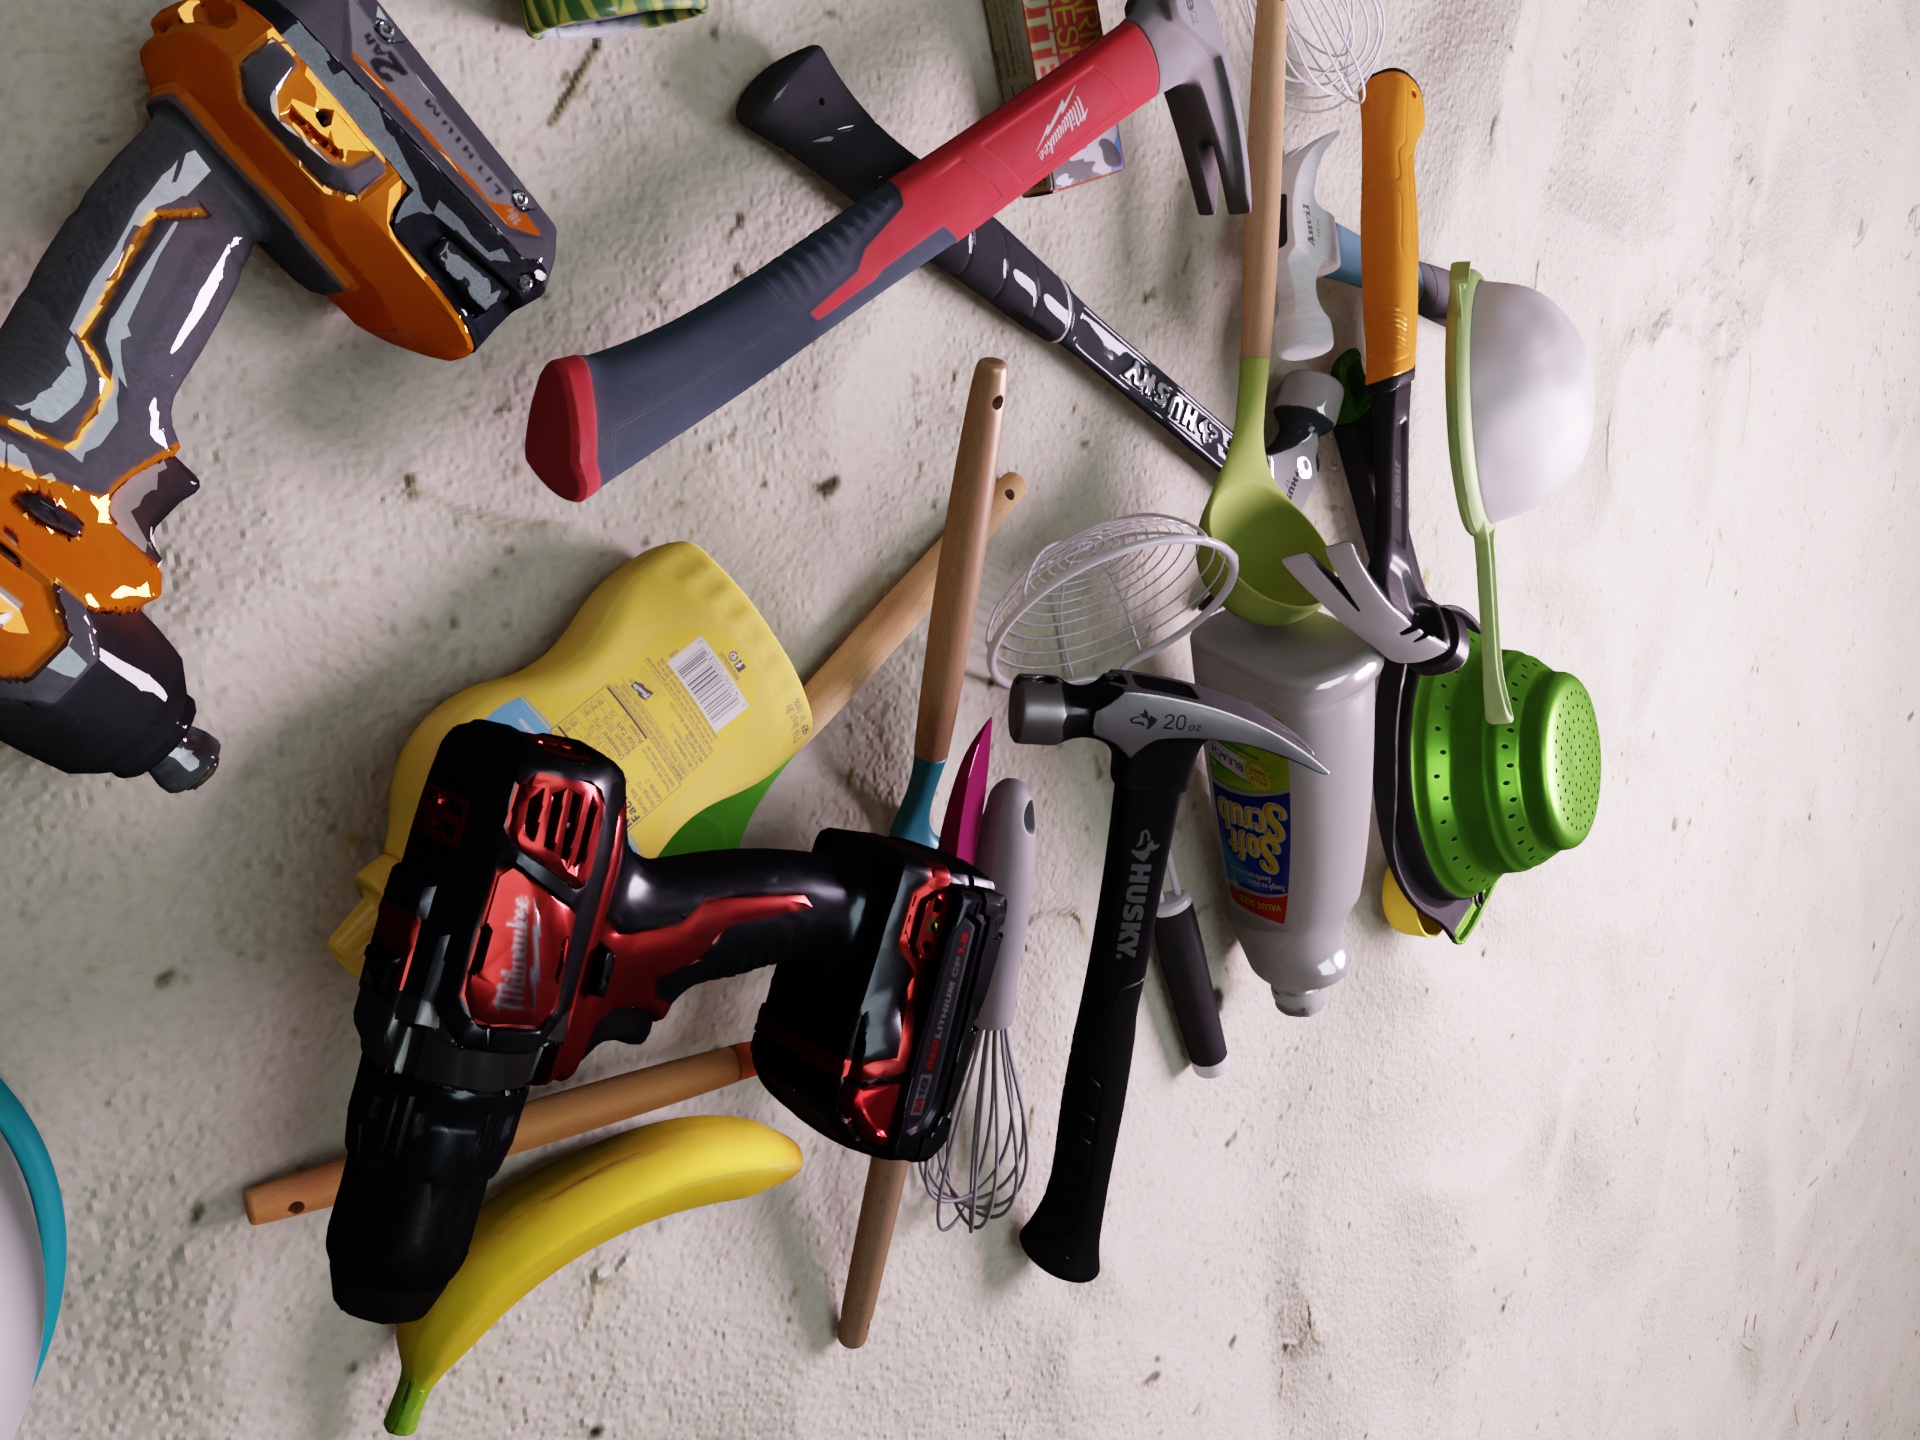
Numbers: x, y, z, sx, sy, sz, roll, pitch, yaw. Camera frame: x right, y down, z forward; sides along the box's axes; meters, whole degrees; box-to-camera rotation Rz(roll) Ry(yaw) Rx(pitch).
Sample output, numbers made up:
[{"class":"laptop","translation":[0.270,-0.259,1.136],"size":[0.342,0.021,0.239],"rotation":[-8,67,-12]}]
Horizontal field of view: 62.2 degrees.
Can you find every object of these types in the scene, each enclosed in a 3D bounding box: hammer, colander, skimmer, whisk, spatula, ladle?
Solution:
[{"class":"hammer","translation":[0.214,-0.197,0.807],"size":[0.127,0.034,0.337],"rotation":[27,60,-42]},{"class":"colander","translation":[0.317,-0.044,0.978],"size":[0.204,0.094,0.396],"rotation":[-45,122,-43]},{"class":"hammer","translation":[0.272,-0.255,0.943],"size":[0.330,0.033,0.128],"rotation":[-1,82,-48]},{"class":"skimmer","translation":[0.105,0.060,0.811],"size":[0.127,0.090,0.363],"rotation":[-20,118,-6]},{"class":"whisk","translation":[0.011,0.137,0.736],"size":[0.055,0.055,0.238],"rotation":[-15,119,-42]},{"class":"whisk","translation":[0.134,-0.424,0.781],"size":[0.284,0.070,0.070],"rotation":[49,64,-33]},{"class":"spatula","translation":[-0.118,0.140,0.641],"size":[0.322,0.041,0.081],"rotation":[-10,121,-35]},{"class":"spatula","translation":[-0.001,-0.002,0.689],"size":[0.082,0.044,0.317],"rotation":[-20,133,-36]},{"class":"hammer","translation":[0.079,0.136,0.777],"size":[0.146,0.035,0.334],"rotation":[3,112,-9]},{"class":"ladle","translation":[0.156,-0.207,0.787],"size":[0.078,0.062,0.320],"rotation":[-3,99,-32]},{"class":"hammer","translation":[-0.012,-0.191,0.647],"size":[0.386,0.038,0.143],"rotation":[-43,127,-28]},{"class":"hammer","translation":[0.054,-0.182,0.758],"size":[0.408,0.036,0.149],"rotation":[26,80,-43]}]

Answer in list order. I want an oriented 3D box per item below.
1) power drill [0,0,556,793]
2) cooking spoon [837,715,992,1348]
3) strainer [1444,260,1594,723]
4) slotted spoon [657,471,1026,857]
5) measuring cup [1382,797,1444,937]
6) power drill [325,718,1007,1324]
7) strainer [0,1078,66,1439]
[{"class":"power drill","translation":[-0.229,-0.096,0.469],"size":[0.226,0.084,0.164],"rotation":[-53,129,-19]},{"class":"cooking spoon","translation":[-0.021,0.148,0.698],"size":[0.069,0.017,0.318],"rotation":[-61,164,-69]},{"class":"strainer","translation":[0.319,-0.127,0.889],"size":[0.151,0.069,0.256],"rotation":[-8,94,-64]},{"class":"slotted spoon","translation":[-0.060,-0.006,0.683],"size":[0.070,0.031,0.314],"rotation":[49,60,-18]},{"class":"measuring cup","translation":[0.311,0.069,1.065],"size":[0.062,0.029,0.157],"rotation":[35,61,-44]},{"class":"power drill","translation":[-0.101,0.110,0.552],"size":[0.226,0.080,0.188],"rotation":[16,89,-44]},{"class":"strainer","translation":[-0.319,0.234,0.425],"size":[0.211,0.095,0.340],"rotation":[-29,115,-37]}]
